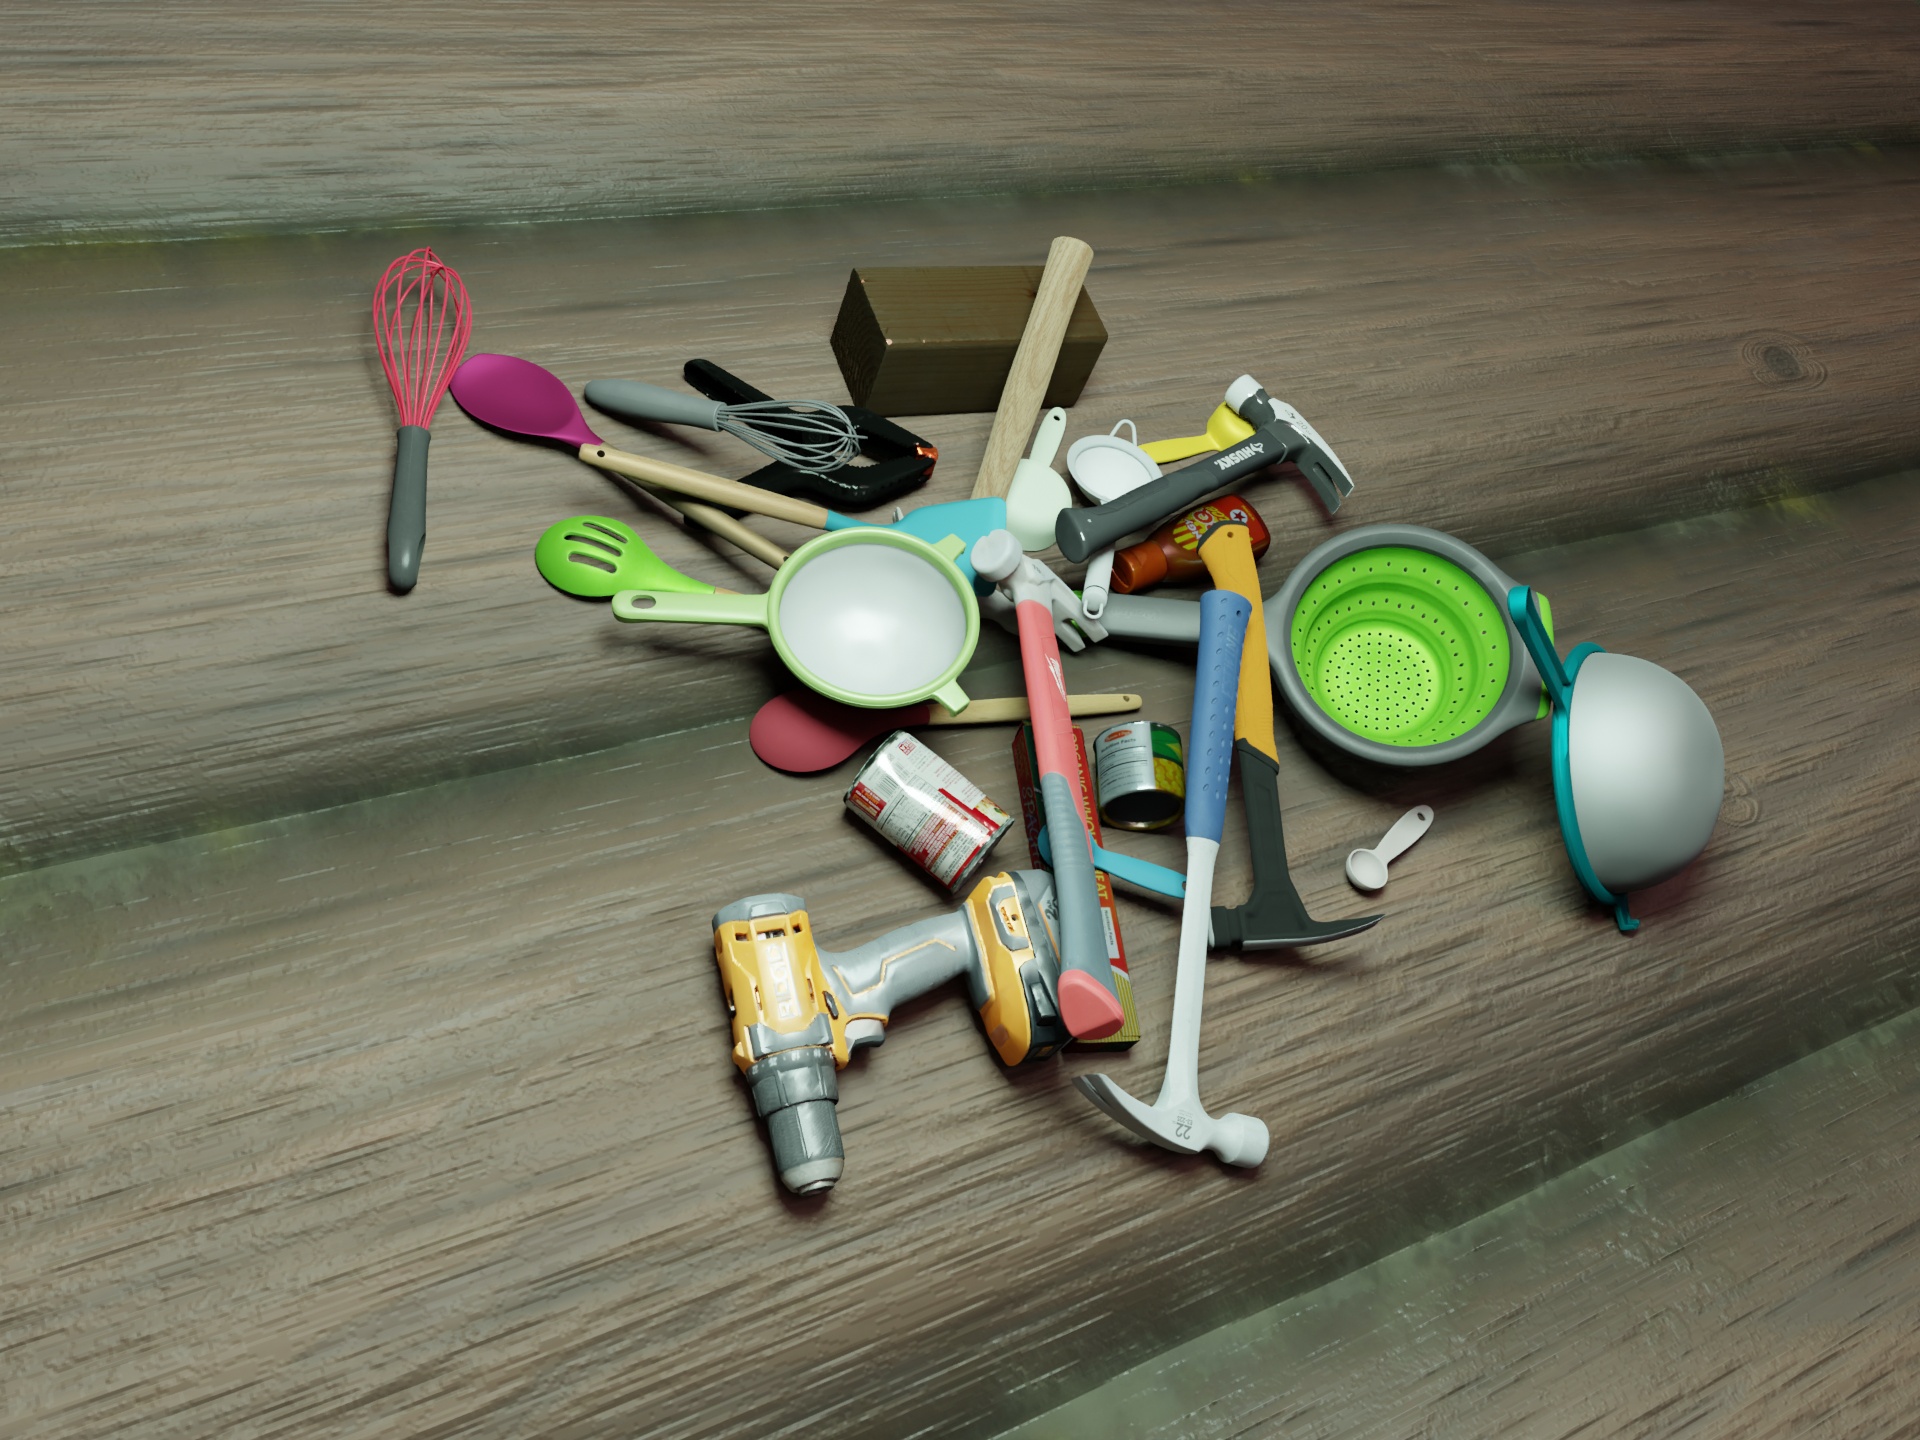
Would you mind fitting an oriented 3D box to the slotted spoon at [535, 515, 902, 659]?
[{"bbox_3d":[-0.158,-0.085,1.175,0.313,0.031,0.070,18,59,-11],"label":"slotted spoon"}]

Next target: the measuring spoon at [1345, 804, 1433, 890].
[{"bbox_3d":[0.339,0.100,1.255,0.034,0.018,0.124,48,48,12],"label":"measuring spoon"}]

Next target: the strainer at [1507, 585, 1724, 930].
[{"bbox_3d":[0.511,0.003,1.212,0.340,0.095,0.211,47,51,-40],"label":"strainer"}]

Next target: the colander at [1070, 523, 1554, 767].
[{"bbox_3d":[0.265,-0.056,1.286,0.397,0.094,0.205,6,71,4],"label":"colander"}]

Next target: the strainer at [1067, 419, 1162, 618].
[{"bbox_3d":[0.117,-0.160,1.292,0.087,0.050,0.259,19,41,-4],"label":"strainer"}]

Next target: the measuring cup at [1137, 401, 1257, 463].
[{"bbox_3d":[0.215,-0.255,1.420,0.156,0.029,0.062,-17,66,-32],"label":"measuring cup"}]

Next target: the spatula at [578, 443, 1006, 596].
[{"bbox_3d":[-0.121,-0.160,1.175,0.317,0.044,0.082,13,73,-18],"label":"spatula"}]

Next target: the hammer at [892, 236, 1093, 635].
[{"bbox_3d":[0.040,-0.239,1.271,0.130,0.031,0.331,19,77,-7],"label":"hammer"}]

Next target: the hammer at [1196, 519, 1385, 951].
[{"bbox_3d":[0.229,0.004,1.198,0.127,0.034,0.337,-5,71,1],"label":"hammer"}]

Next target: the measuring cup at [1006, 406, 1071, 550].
[{"bbox_3d":[0.068,-0.215,1.334,0.083,0.038,0.168,24,56,-5],"label":"measuring cup"}]

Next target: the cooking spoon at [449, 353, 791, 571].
[{"bbox_3d":[-0.249,-0.189,1.192,0.319,0.017,0.069,32,59,10],"label":"cooking spoon"}]

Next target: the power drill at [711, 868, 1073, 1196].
[{"bbox_3d":[-0.034,0.192,1.014,0.226,0.084,0.185,-6,64,-20],"label":"power drill"}]

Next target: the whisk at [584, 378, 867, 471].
[{"bbox_3d":[-0.182,-0.231,1.208,0.239,0.055,0.055,14,51,18],"label":"whisk"}]

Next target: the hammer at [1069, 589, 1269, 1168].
[{"bbox_3d":[0.164,0.093,1.112,0.144,0.035,0.406,20,65,-24],"label":"hammer"}]

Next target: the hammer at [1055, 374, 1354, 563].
[{"bbox_3d":[0.195,-0.192,1.307,0.335,0.035,0.146,-29,69,-41],"label":"hammer"}]

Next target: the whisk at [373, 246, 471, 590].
[{"bbox_3d":[-0.396,-0.224,1.155,0.073,0.073,0.296,4,63,-18],"label":"whisk"}]

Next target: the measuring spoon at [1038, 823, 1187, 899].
[{"bbox_3d":[0.118,0.099,1.126,0.128,0.021,0.042,19,54,-8],"label":"measuring spoon"}]

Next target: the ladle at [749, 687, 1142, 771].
[{"bbox_3d":[-0.002,-0.004,1.183,0.315,0.031,0.069,-4,59,-25],"label":"ladle"}]

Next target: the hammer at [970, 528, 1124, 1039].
[{"bbox_3d":[0.076,0.044,1.091,0.143,0.038,0.387,39,33,-41],"label":"hammer"}]

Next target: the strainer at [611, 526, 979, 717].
[{"bbox_3d":[-0.117,-0.063,1.136,0.256,0.069,0.152,2,60,-6],"label":"strainer"}]
